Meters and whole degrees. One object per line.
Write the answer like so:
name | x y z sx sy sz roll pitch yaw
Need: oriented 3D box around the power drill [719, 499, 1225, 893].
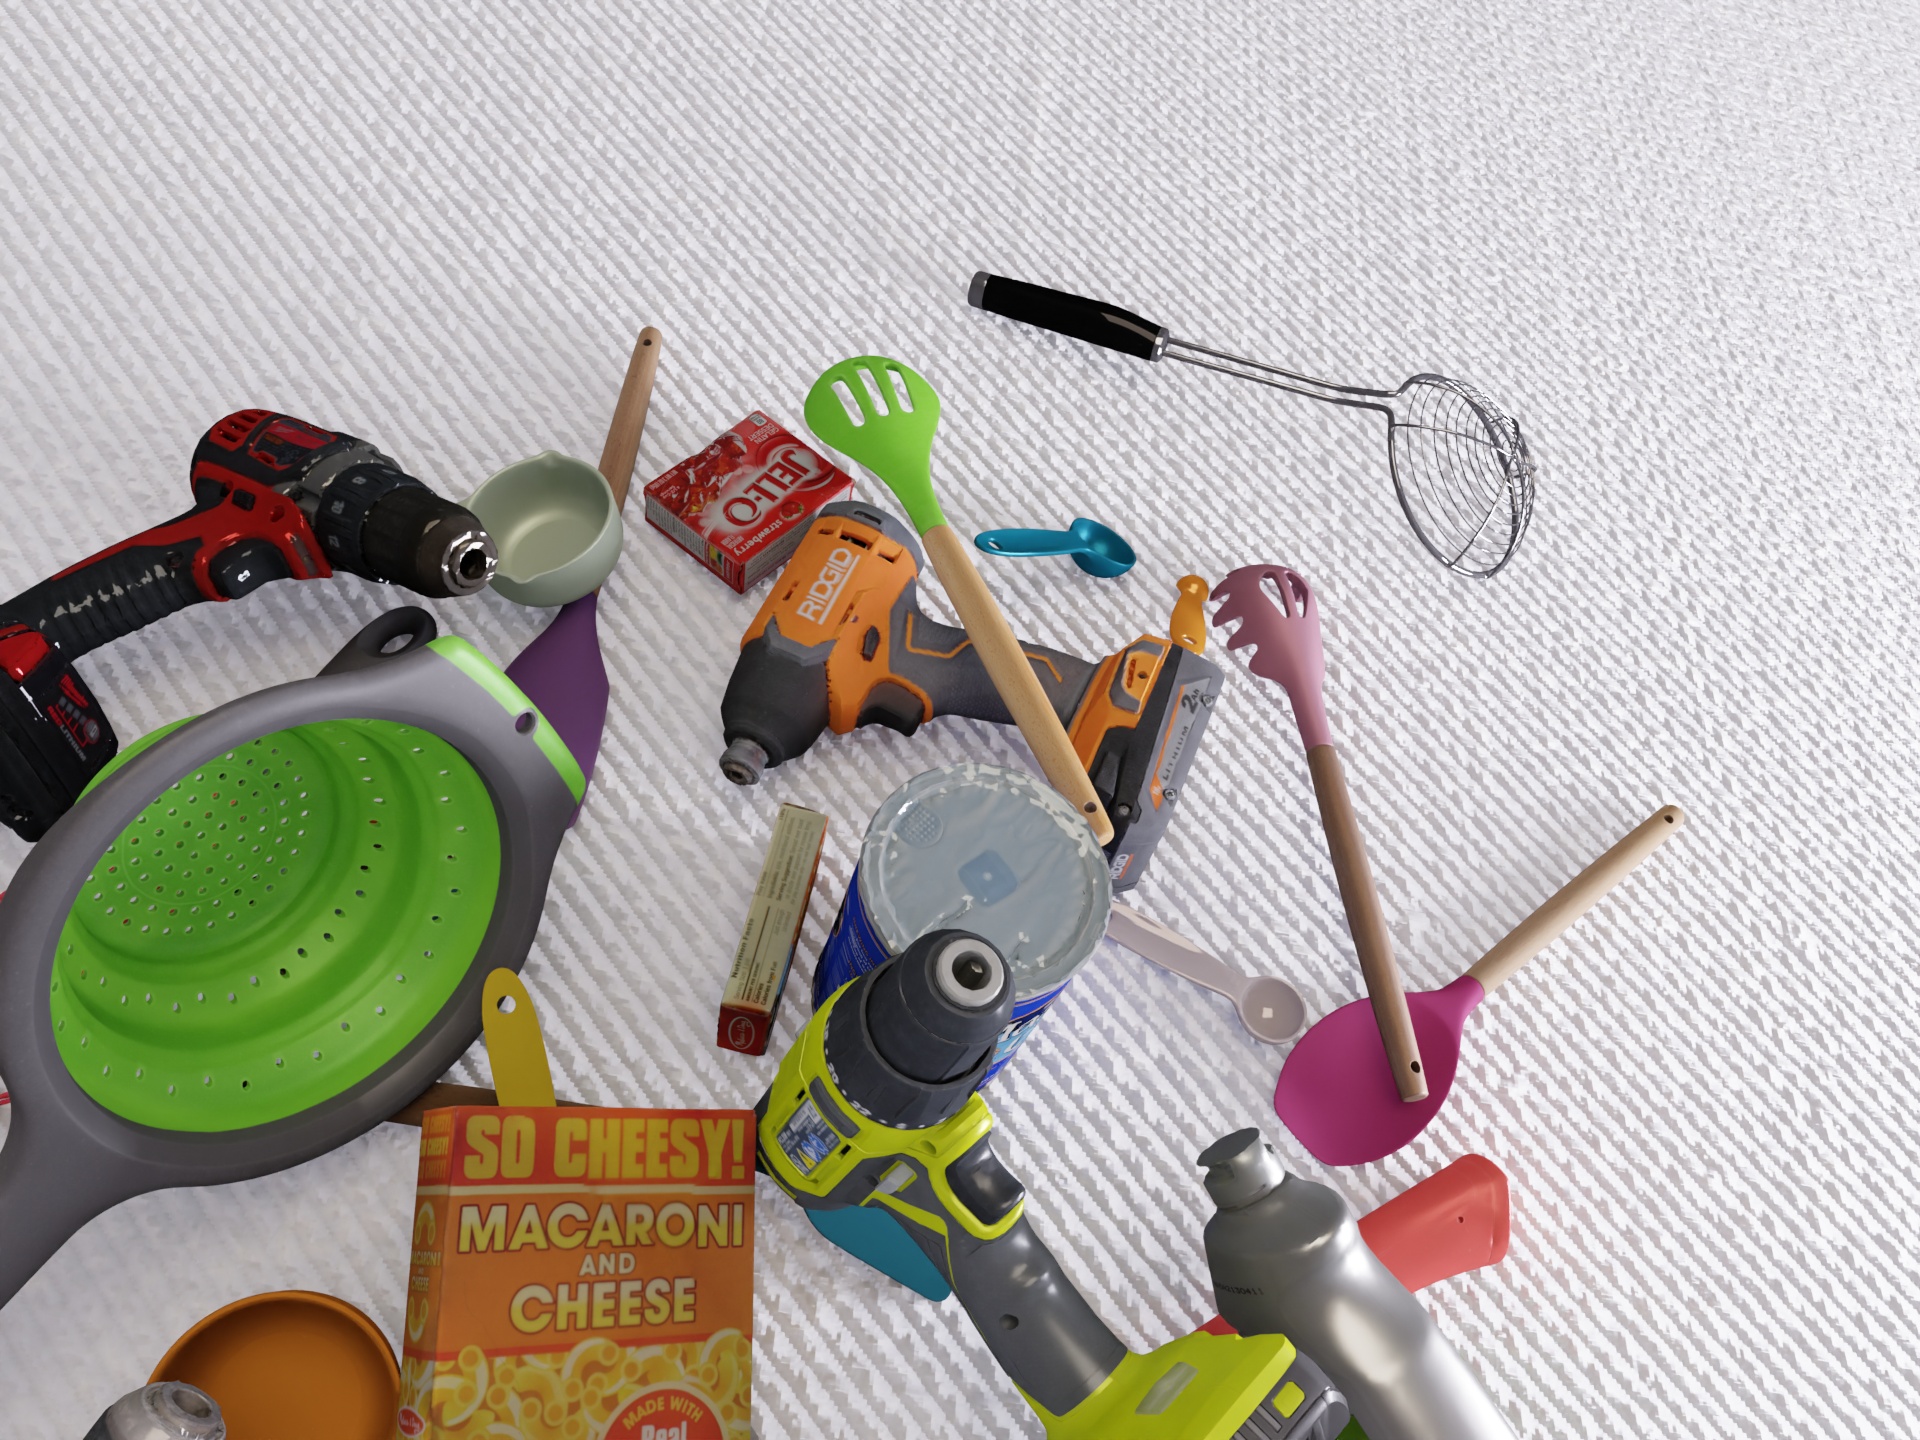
power drill | -0.001 -0.002 0.782 0.226 0.084 0.164 24 57 5

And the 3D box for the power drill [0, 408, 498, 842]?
power drill | -0.331 -0.051 0.692 0.188 0.080 0.227 23 51 32

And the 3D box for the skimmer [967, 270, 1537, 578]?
skimmer | 0.175 -0.190 0.970 0.363 0.090 0.127 19 59 9

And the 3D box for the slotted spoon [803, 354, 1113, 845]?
slotted spoon | 0.001 -0.072 0.767 0.070 0.031 0.314 -19 61 -14

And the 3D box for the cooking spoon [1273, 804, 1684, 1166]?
cooking spoon | 0.277 0.124 0.813 0.319 0.017 0.069 -31 65 -27

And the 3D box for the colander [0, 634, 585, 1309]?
colander | -0.317 0.121 0.575 0.095 0.204 0.397 28 69 35

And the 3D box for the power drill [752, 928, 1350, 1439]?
power drill | 0.025 0.186 0.570 0.080 0.190 0.228 -34 77 -34

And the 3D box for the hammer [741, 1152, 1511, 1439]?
hammer | 0.090 0.271 0.666 0.359 0.036 0.149 -24 68 -25

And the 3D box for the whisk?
whisk | -0.325 0.043 0.685 0.073 0.073 0.296 30 51 4

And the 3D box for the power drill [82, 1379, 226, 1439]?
power drill | -0.234 0.337 0.487 0.226 0.084 0.185 34 83 8

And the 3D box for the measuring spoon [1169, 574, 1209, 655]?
measuring spoon | 0.124 -0.058 0.850 0.021 0.011 0.117 26 24 -1

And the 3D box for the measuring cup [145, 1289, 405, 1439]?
measuring cup | -0.243 0.291 0.563 0.095 0.052 0.174 0 76 -18

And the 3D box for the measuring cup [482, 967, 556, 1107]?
measuring cup | -0.169 0.177 0.636 0.062 0.029 0.156 -11 79 -20

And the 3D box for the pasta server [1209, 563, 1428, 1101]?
pasta server | 0.190 0.043 0.826 0.060 0.040 0.316 -1 60 -15

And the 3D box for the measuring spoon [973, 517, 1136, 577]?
measuring spoon | 0.047 -0.089 0.854 0.128 0.021 0.042 -7 49 -48

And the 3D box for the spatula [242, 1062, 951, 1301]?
spatula | -0.151 0.177 0.669 0.317 0.044 0.082 10 59 -3

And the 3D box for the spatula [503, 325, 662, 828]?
spatula | -0.191 -0.085 0.817 0.059 0.018 0.316 9 59 -3

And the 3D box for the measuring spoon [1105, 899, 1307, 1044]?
measuring spoon | 0.110 0.121 0.777 0.124 0.018 0.034 29 57 12

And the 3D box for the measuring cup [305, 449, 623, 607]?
measuring cup | -0.249 -0.089 0.795 0.167 0.038 0.083 -3 58 7
